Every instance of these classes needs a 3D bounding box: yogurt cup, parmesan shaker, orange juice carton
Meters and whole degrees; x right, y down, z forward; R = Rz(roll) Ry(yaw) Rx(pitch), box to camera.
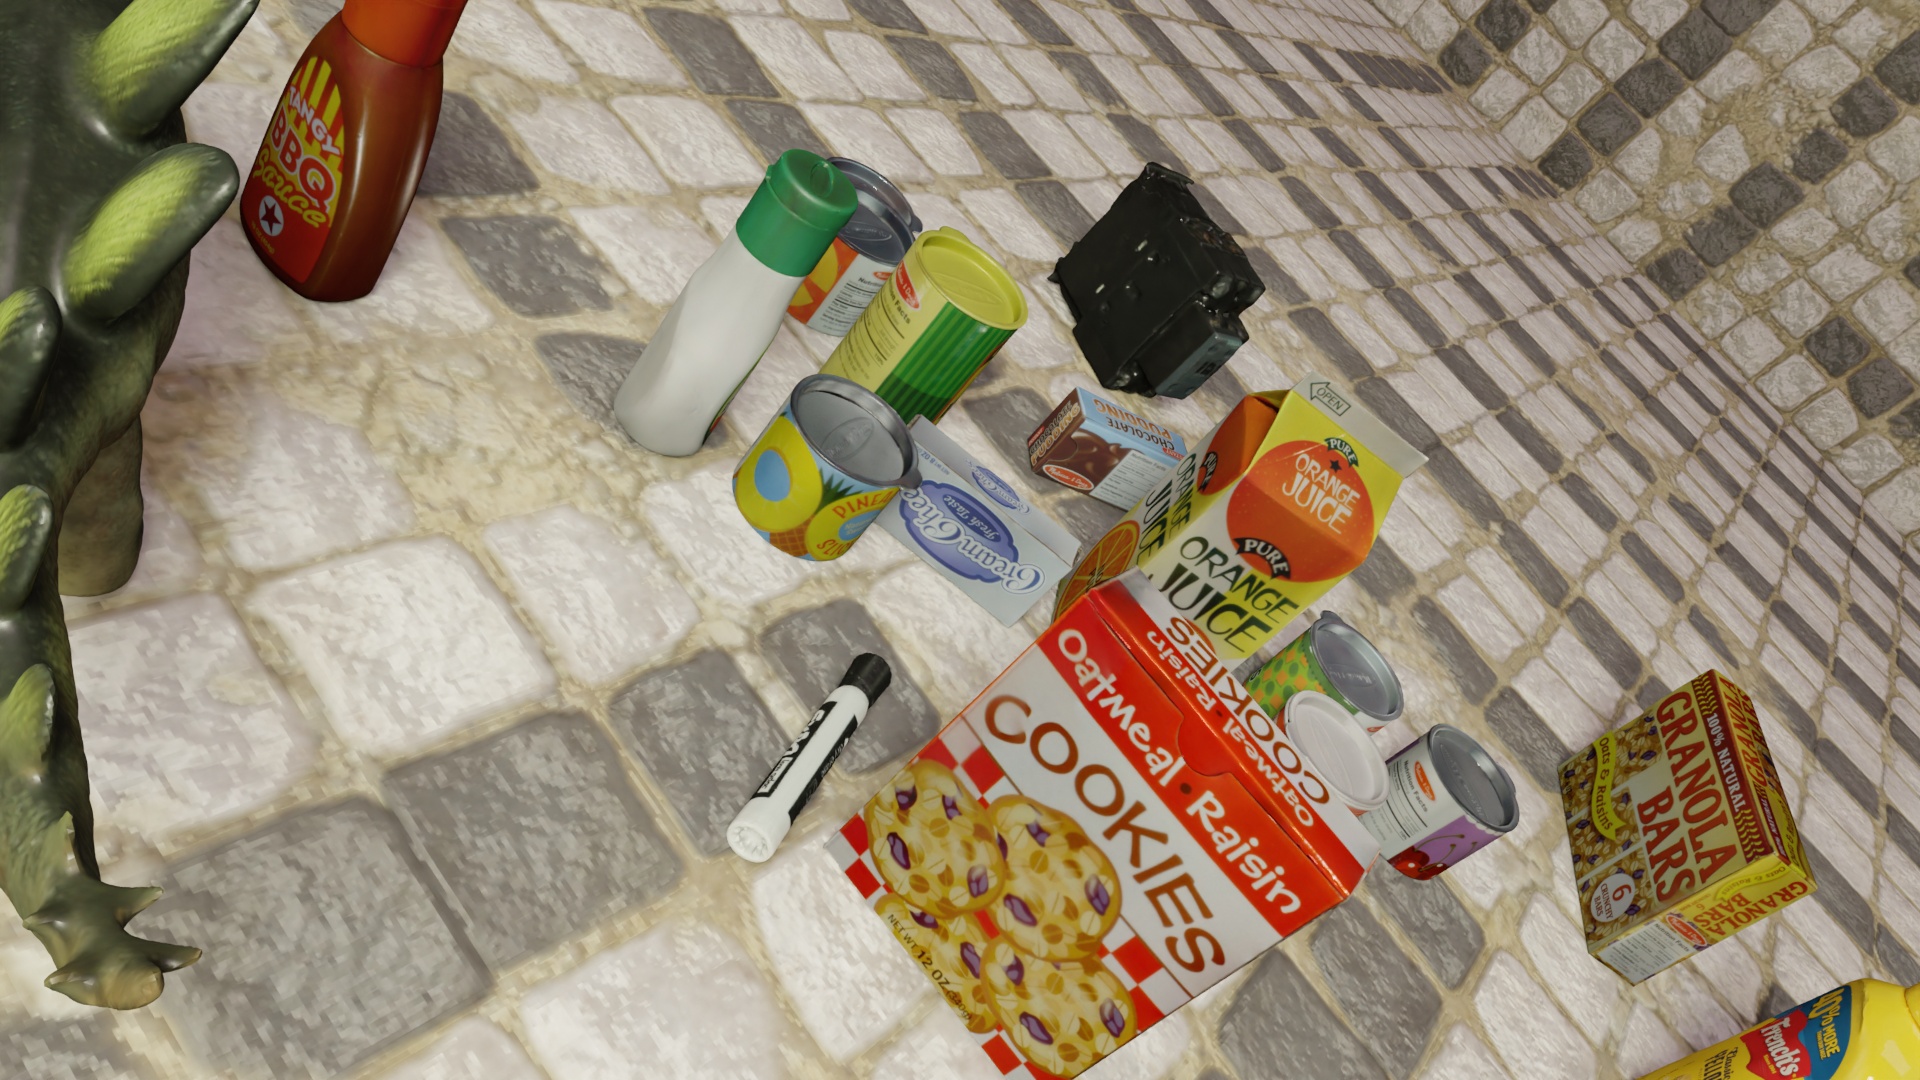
[{"bbox_3d":[0.174,0.118,0.705,0.072,0.053,0.073,26,37,-22],"label":"yogurt cup"},{"bbox_3d":[-0.023,-0.098,0.700,0.071,0.102,0.072,27,37,-22],"label":"parmesan shaker"},{"bbox_3d":[0.126,0.003,0.660,0.072,0.191,0.073,34,35,-12],"label":"orange juice carton"}]

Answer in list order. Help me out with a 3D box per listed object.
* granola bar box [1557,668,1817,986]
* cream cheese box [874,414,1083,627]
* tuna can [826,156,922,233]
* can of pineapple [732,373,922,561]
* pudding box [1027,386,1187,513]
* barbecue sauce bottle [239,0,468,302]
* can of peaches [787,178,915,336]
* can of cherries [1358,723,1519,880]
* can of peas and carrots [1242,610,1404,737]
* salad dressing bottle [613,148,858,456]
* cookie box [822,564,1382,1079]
[{"bbox_3d":[0.432,0.169,0.842,0.039,0.123,0.166,37,35,-9],"label":"granola bar box"},{"bbox_3d":[0.002,-0.008,0.672,0.104,0.053,0.024,38,34,-6],"label":"cream cheese box"},{"bbox_3d":[-0.060,-0.193,0.829,0.071,0.032,0.071,26,37,-22],"label":"tuna can"},{"bbox_3d":[-0.061,-0.031,0.630,0.071,0.057,0.071,26,37,-22],"label":"can of pineapple"},{"bbox_3d":[0.086,-0.050,0.804,0.084,0.049,0.030,21,40,-29],"label":"pudding box"},{"bbox_3d":[-0.228,-0.163,0.528,0.065,0.148,0.044,51,35,13],"label":"barbecue sauce bottle"},{"bbox_3d":[-0.067,-0.156,0.759,0.071,0.057,0.071,26,37,-22],"label":"can of peaches"},{"bbox_3d":[0.260,0.144,0.758,0.071,0.058,0.072,26,37,-22],"label":"can of cherries"},{"bbox_3d":[0.196,0.083,0.760,0.071,0.058,0.071,26,37,-22],"label":"can of peas and carrots"},{"bbox_3d":[-0.096,-0.098,0.589,0.044,0.147,0.064,28,37,-20],"label":"salad dressing bottle"},{"bbox_3d":[0.041,0.107,0.485,0.123,0.166,0.040,50,35,11],"label":"cookie box"}]
